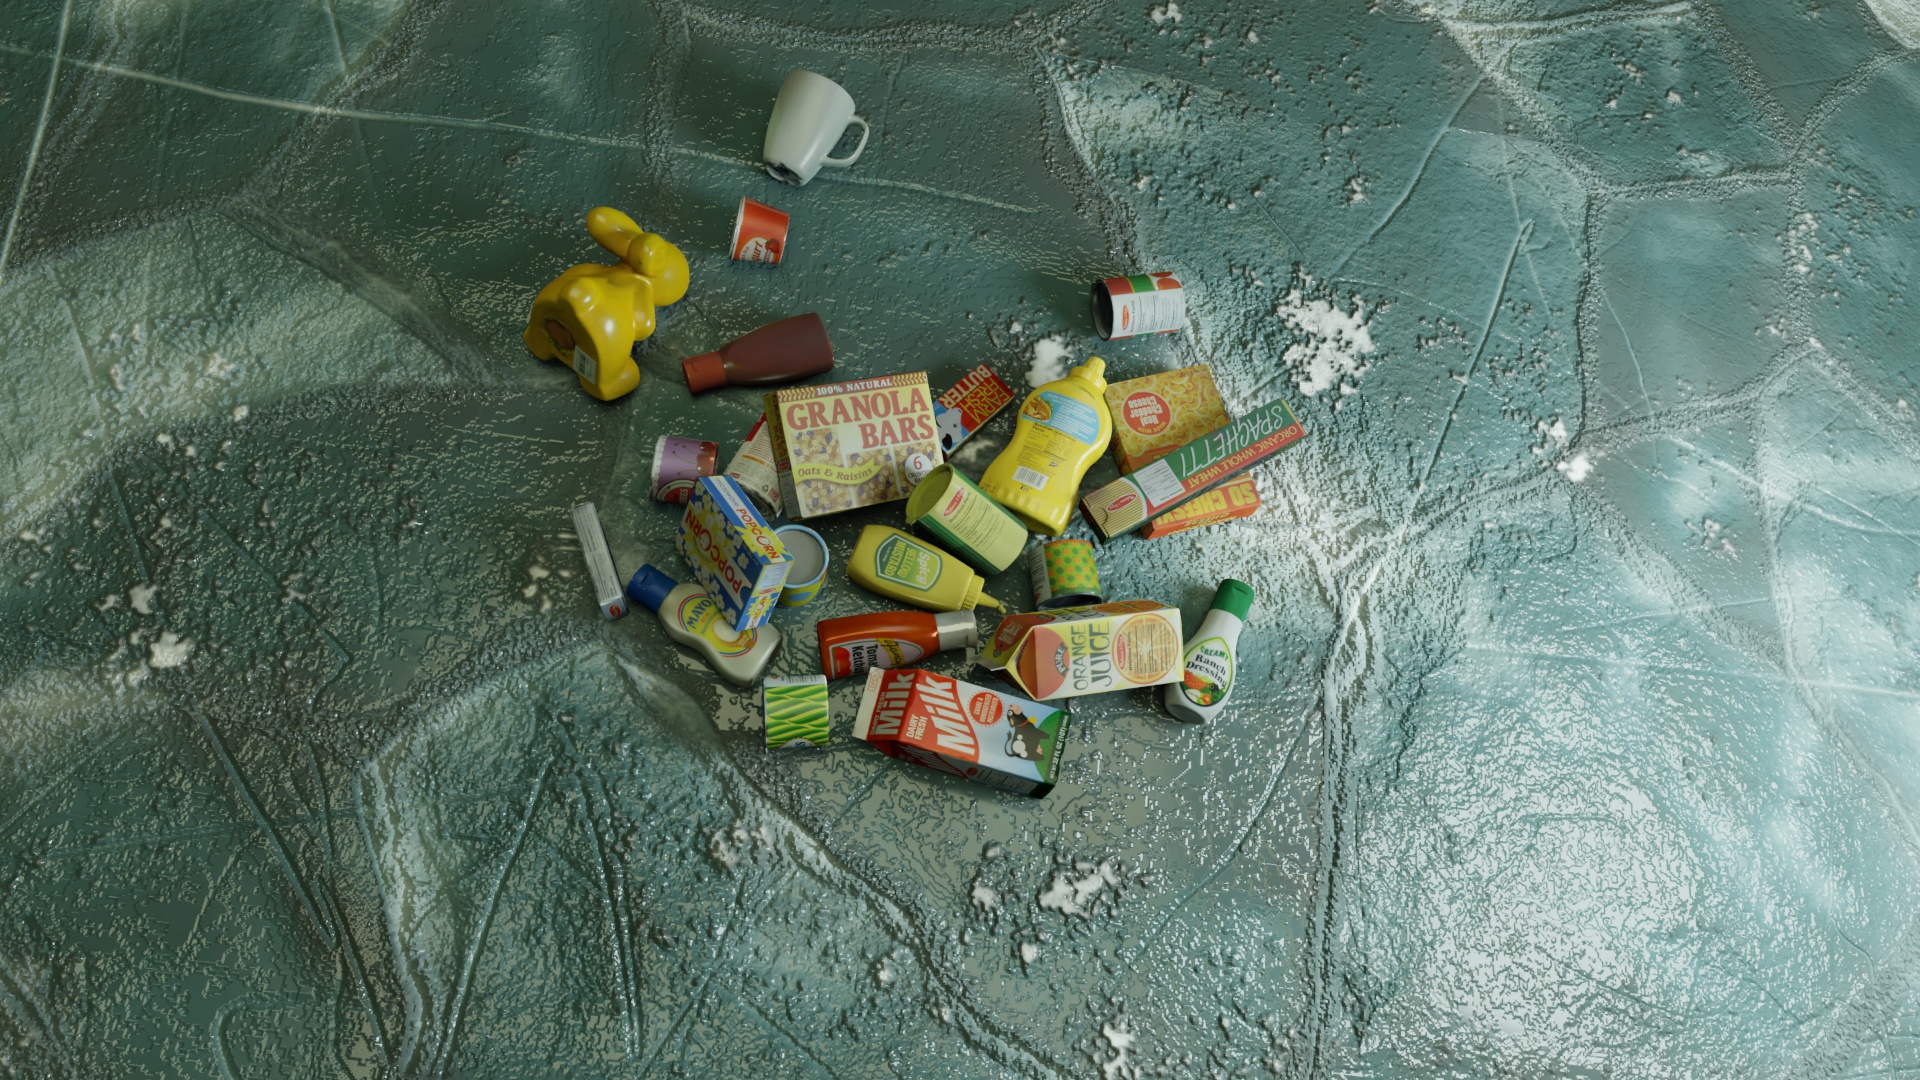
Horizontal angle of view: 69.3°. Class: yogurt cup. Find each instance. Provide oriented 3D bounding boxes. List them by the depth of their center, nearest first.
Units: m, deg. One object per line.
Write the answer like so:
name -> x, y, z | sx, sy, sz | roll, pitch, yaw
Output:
yogurt cup -> -0.211, -0.323, 1.459 | 0.054, 0.072, 0.072 | 11, 68, -13

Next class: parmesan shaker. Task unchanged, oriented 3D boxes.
parmesan shaker -> 0.005, -0.017, 1.349 | 0.103, 0.071, 0.071 | 38, 65, -25

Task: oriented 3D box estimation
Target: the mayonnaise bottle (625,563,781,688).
mayonnaise bottle -> -0.244, 0.076, 1.307 | 0.148, 0.041, 0.065 | 32, 66, 4

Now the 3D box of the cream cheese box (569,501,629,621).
cream cheese box -> -0.340, 0.019, 1.309 | 0.024, 0.053, 0.104 | -18, 72, -13

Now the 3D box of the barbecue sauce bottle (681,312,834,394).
barbecue sauce bottle -> -0.207, -0.185, 1.415 | 0.149, 0.043, 0.065 | -17, 72, -14

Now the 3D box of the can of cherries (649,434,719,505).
can of cherries -> -0.267, -0.064, 1.346 | 0.058, 0.071, 0.072 | 8, 68, -7

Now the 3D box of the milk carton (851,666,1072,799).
milk carton -> -0.001, 0.175, 1.289 | 0.191, 0.073, 0.072 | 16, 67, -2

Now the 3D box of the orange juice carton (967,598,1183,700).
orange juice carton -> 0.108, 0.104, 1.313 | 0.193, 0.072, 0.073 | -6, 97, -17

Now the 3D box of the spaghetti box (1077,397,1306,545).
spaghetti box -> 0.236, -0.071, 1.401 | 0.251, 0.028, 0.050 | -26, 75, -17

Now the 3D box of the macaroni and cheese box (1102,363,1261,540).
macaroni and cheese box -> 0.225, -0.093, 1.447 | 0.124, 0.040, 0.167 | -13, 71, -13

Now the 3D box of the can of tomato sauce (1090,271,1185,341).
can of tomato sauce -> 0.190, -0.253, 1.492 | 0.083, 0.071, 0.071 | -9, 71, -13

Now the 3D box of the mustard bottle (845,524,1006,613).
mustard bottle -> -0.029, 0.037, 1.352 | 0.160, 0.048, 0.065 | 21, 73, 0

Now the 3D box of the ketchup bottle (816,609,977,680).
ketchup bottle -> -0.060, 0.093, 1.314 | 0.149, 0.064, 0.044 | -9, 45, -9

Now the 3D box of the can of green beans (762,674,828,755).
can of green beans -> -0.152, 0.157, 1.277 | 0.058, 0.071, 0.071 | -2, 69, -10

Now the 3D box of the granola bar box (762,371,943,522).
granola bar box -> -0.101, -0.093, 1.353 | 0.166, 0.039, 0.124 | -12, 91, -32

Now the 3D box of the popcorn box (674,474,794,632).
popcorn box -> -0.213, 0.010, 1.293 | 0.038, 0.084, 0.127 | -7, 46, -43

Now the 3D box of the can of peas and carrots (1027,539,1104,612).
can of peas and carrots -> 0.104, 0.037, 1.364 | 0.071, 0.070, 0.059 | -4, 69, -10

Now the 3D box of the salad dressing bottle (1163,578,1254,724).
salad dressing bottle -> 0.248, 0.107, 1.370 | 0.064, 0.043, 0.148 | 27, 67, 1

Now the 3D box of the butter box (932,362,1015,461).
butter box -> 0.003, -0.133, 1.437 | 0.104, 0.024, 0.053 | -42, 81, -20

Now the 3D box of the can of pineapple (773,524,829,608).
can of pineapple -> -0.159, 0.024, 1.331 | 0.071, 0.057, 0.071 | 4, 68, -10
